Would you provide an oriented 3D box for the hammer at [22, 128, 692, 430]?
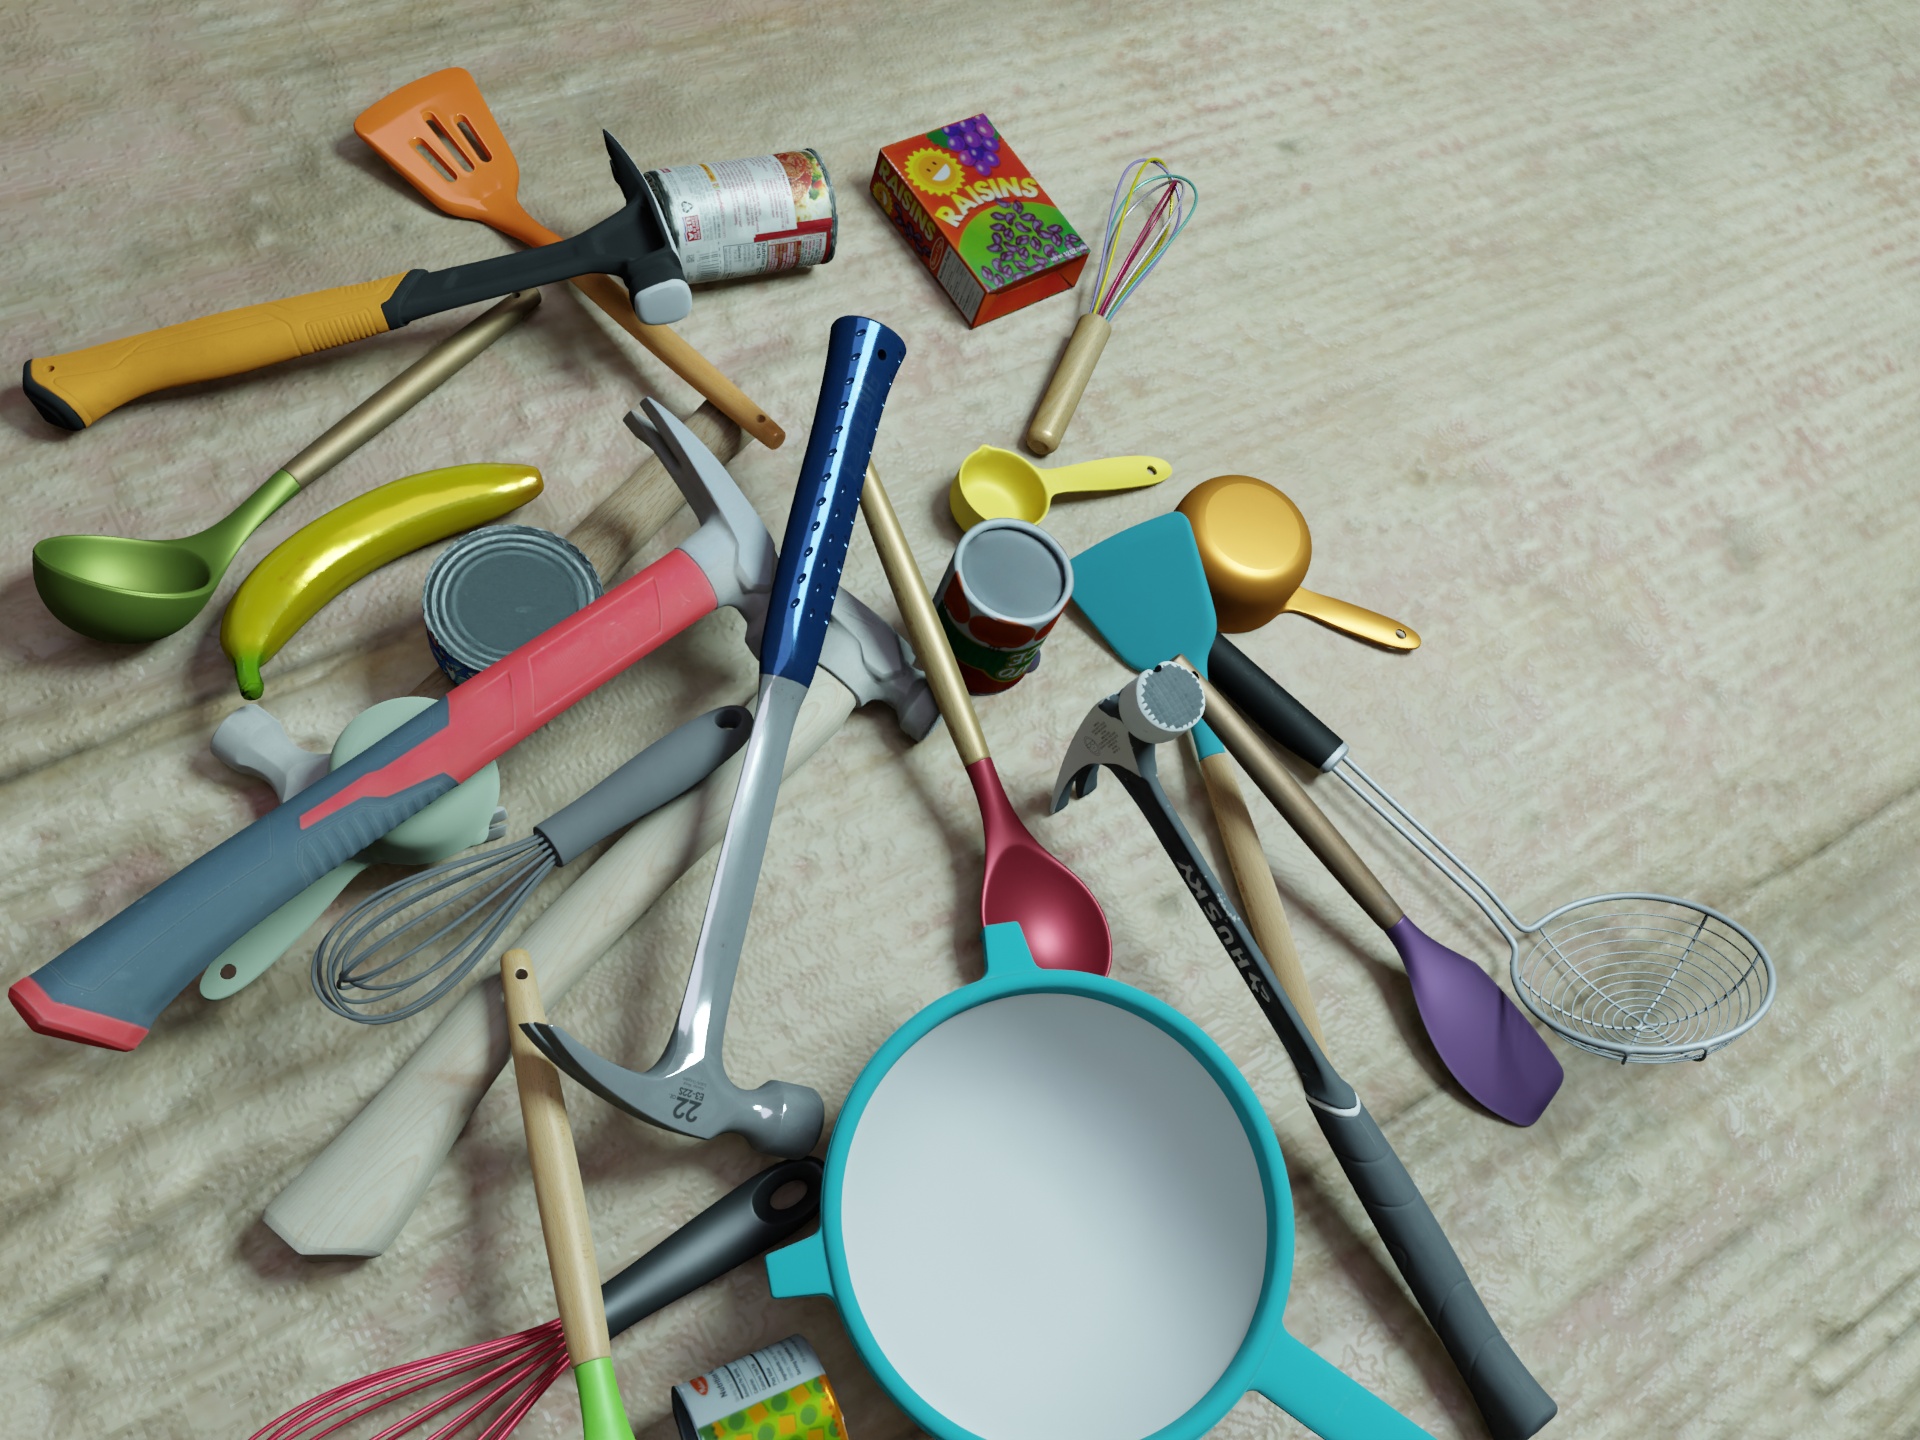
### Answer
[{"bbox_3d":[-0.321,-0.225,0.848,0.337,0.034,0.127,-18,62,-11],"label":"hammer"}]

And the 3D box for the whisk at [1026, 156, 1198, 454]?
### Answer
[{"bbox_3d":[0.095,-0.264,1.007,0.051,0.047,0.245,20,65,8],"label":"whisk"}]

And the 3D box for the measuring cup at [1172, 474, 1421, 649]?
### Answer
[{"bbox_3d":[0.202,-0.087,0.939,0.173,0.052,0.095,21,61,-2],"label":"measuring cup"}]

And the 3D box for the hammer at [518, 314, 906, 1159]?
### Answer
[{"bbox_3d":[-0.091,-0.010,0.754,0.144,0.035,0.406,23,70,-32],"label":"hammer"}]

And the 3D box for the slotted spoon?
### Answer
[{"bbox_3d":[-0.154,0.236,0.651,0.070,0.031,0.314,-3,58,-30],"label":"slotted spoon"}]

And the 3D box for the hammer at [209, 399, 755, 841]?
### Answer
[{"bbox_3d":[-0.215,-0.060,0.829,0.130,0.031,0.331,36,61,5],"label":"hammer"}]

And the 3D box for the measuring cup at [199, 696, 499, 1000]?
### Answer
[{"bbox_3d":[-0.279,0.057,0.716,0.083,0.038,0.168,37,63,4],"label":"measuring cup"}]

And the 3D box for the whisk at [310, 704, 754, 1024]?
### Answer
[{"bbox_3d":[-0.187,0.059,0.733,0.239,0.055,0.055,-37,78,-30],"label":"whisk"}]

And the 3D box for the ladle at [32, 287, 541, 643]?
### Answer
[{"bbox_3d":[-0.334,-0.150,0.829,0.078,0.062,0.320,26,56,21],"label":"ladle"}]

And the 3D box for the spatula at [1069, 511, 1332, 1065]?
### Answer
[{"bbox_3d":[0.140,0.043,0.865,0.082,0.044,0.318,-24,71,21],"label":"spatula"}]

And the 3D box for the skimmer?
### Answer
[{"bbox_3d":[0.264,0.046,0.866,0.363,0.090,0.127,43,53,11],"label":"skimmer"}]

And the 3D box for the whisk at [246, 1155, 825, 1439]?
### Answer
[{"bbox_3d":[-0.175,0.267,0.670,0.296,0.073,0.073,-26,74,-31],"label":"whisk"}]

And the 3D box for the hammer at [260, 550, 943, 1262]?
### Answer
[{"bbox_3d":[-0.175,0.078,0.771,0.146,0.038,0.411,38,62,7],"label":"hammer"}]

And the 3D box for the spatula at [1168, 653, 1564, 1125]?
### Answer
[{"bbox_3d":[0.212,0.089,0.846,0.060,0.018,0.316,-41,93,-27],"label":"spatula"}]

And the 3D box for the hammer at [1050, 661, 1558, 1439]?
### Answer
[{"bbox_3d":[0.169,0.170,0.783,0.036,0.149,0.409,-27,83,-24],"label":"hammer"}]

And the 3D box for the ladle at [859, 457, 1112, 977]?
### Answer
[{"bbox_3d":[-0.001,-0.003,0.819,0.069,0.031,0.315,-19,84,-30],"label":"ladle"}]

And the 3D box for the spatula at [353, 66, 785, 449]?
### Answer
[{"bbox_3d":[-0.215,-0.260,0.908,0.323,0.041,0.081,42,64,16],"label":"spatula"}]

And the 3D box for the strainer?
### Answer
[{"bbox_3d":[0.088,0.263,0.719,0.340,0.095,0.211,35,64,1],"label":"strainer"}]

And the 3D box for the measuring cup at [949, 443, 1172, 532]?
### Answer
[{"bbox_3d":[0.061,-0.136,0.949,0.156,0.029,0.062,-13,68,-33],"label":"measuring cup"}]

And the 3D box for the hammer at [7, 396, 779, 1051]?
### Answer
[{"bbox_3d":[-0.234,-0.003,0.699,0.386,0.038,0.143,-40,101,-35],"label":"hammer"}]
